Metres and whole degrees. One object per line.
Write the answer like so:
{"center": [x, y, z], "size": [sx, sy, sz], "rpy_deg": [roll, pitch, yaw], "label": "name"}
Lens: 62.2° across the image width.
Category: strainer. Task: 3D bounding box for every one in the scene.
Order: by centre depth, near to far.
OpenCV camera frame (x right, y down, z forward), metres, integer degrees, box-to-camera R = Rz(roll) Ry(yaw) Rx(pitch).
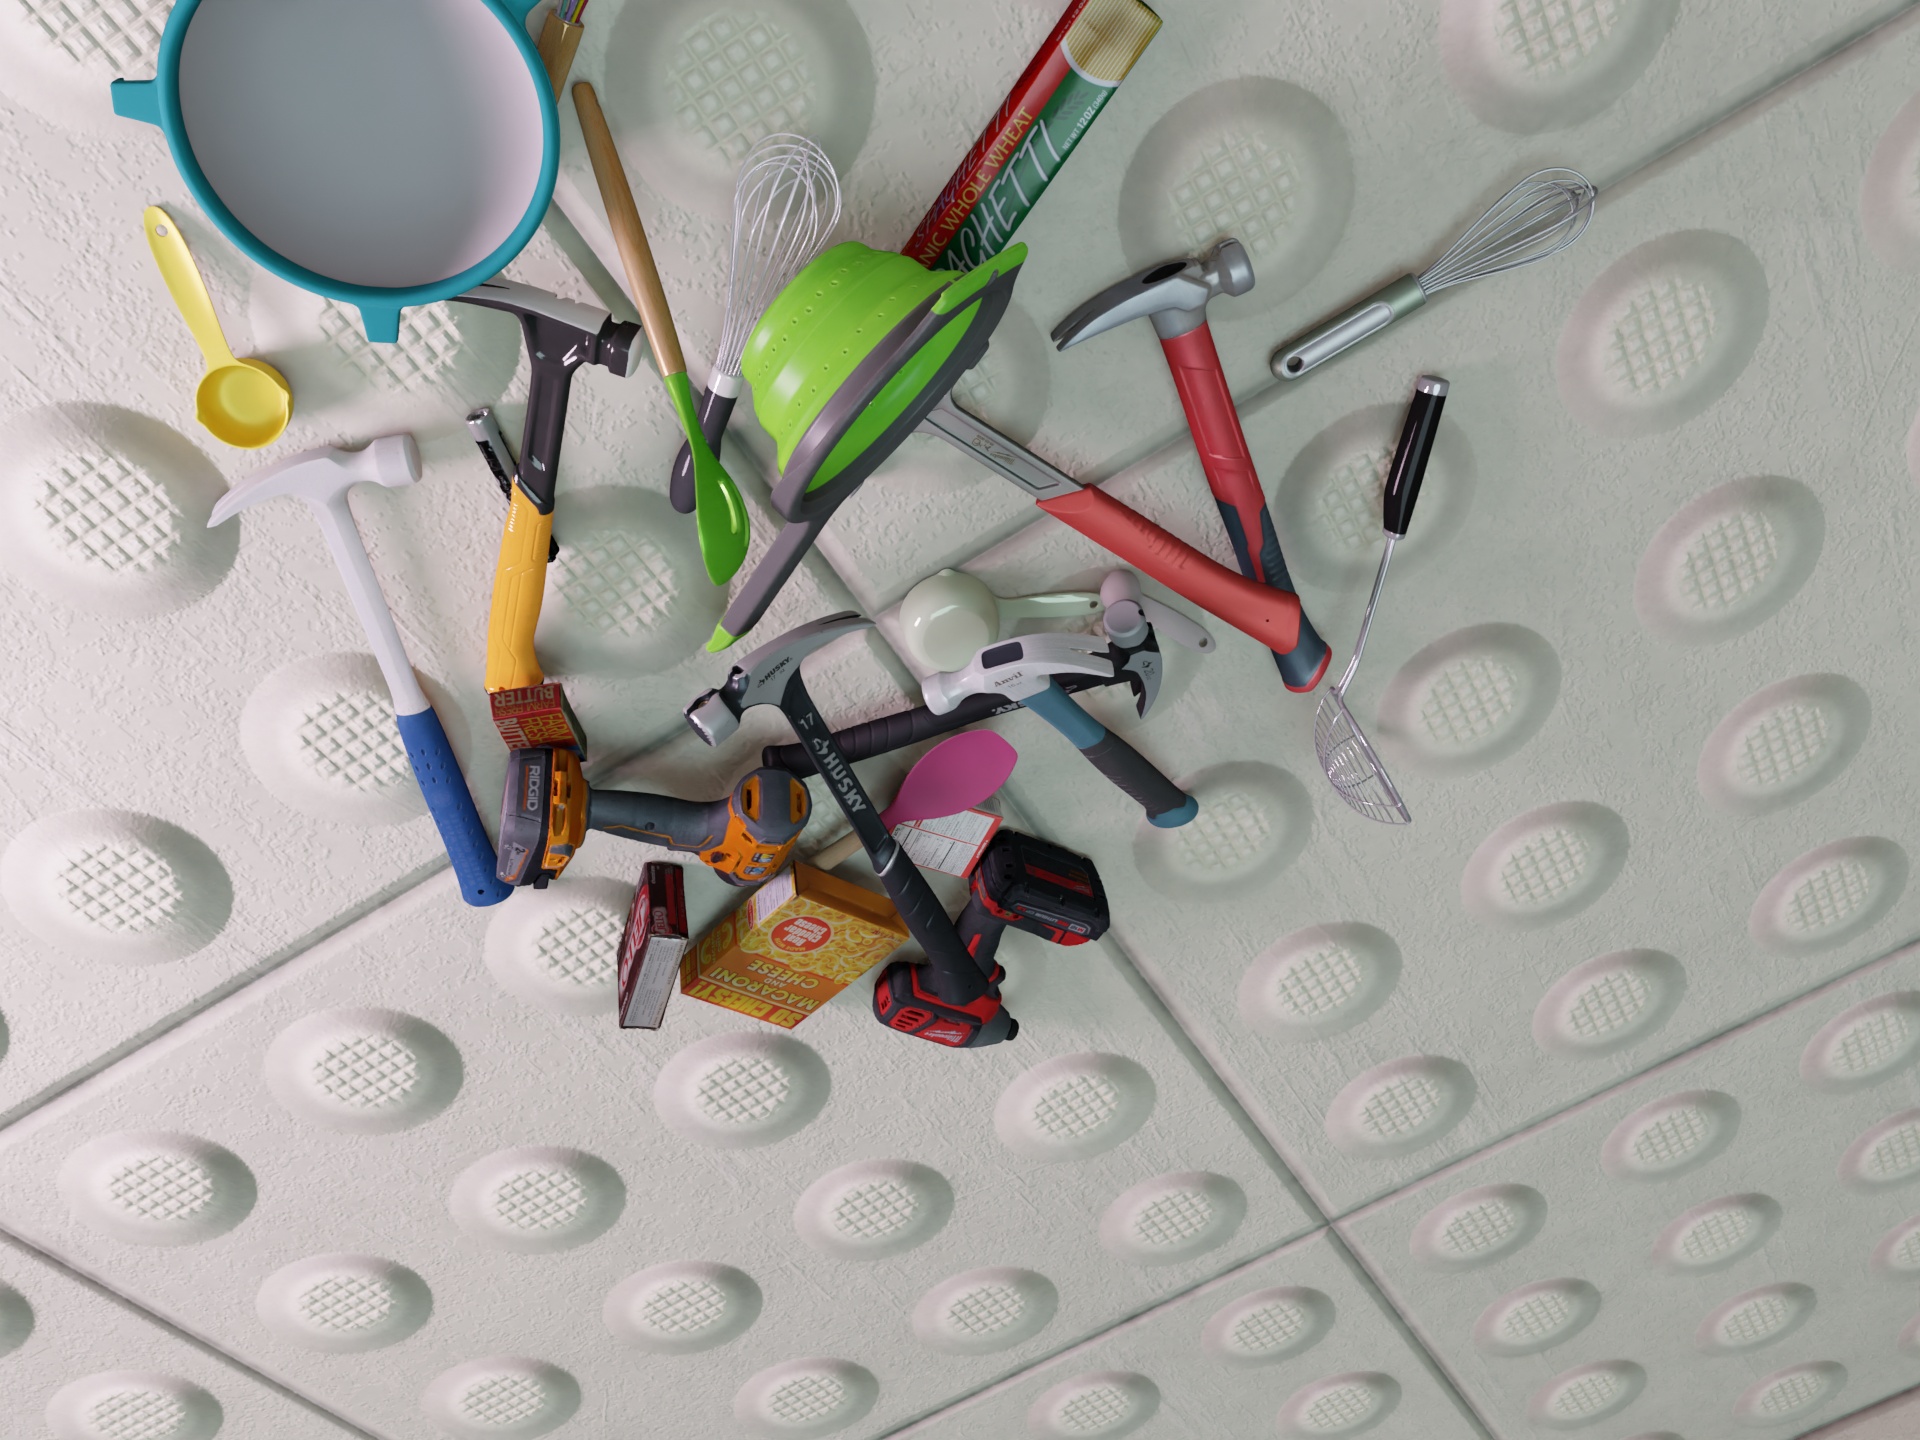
{"center": [-0.287, -0.390, 0.899], "size": [0.340, 0.095, 0.210], "rpy_deg": [-36, 125, 14], "label": "strainer"}

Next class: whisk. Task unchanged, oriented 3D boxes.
{"center": [-0.222, -0.430, 0.923], "size": [0.047, 0.051, 0.245], "rpy_deg": [31, 122, -2], "label": "whisk"}
{"center": [-0.145, -0.255, 1.057], "size": [0.070, 0.070, 0.284], "rpy_deg": [13, 127, -20], "label": "whisk"}
{"center": [0.330, -0.308, 1.119], "size": [0.246, 0.059, 0.057], "rpy_deg": [-29, 114, 15], "label": "whisk"}

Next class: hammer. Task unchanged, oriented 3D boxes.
{"center": [-0.302, -0.141, 1.085], "size": [0.127, 0.034, 0.336], "rpy_deg": [18, 131, -4], "label": "hammer"}
{"center": [0.100, -0.140, 1.164], "size": [0.358, 0.037, 0.149], "rpy_deg": [29, 119, -19], "label": "hammer"}
{"center": [-0.416, -0.017, 1.181], "size": [0.144, 0.035, 0.405], "rpy_deg": [-11, 127, -4], "label": "hammer"}
{"center": [0.196, -0.163, 1.201], "size": [0.143, 0.038, 0.385], "rpy_deg": [-23, 127, 7], "label": "hammer"}
{"center": [-0.062, 0.089, 1.236], "size": [0.149, 0.036, 0.408], "rpy_deg": [-41, 131, -16], "label": "hammer"}
{"center": [0.107, 0.018, 1.256], "size": [0.128, 0.033, 0.330], "rpy_deg": [-23, 147, 22], "label": "hammer"}
{"center": [-0.002, -0.004, 1.258], "size": [0.335, 0.035, 0.146], "rpy_deg": [-17, 153, 9], "label": "hammer"}

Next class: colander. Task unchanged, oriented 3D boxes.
{"center": [-0.108, -0.184, 1.043], "size": [0.094, 0.204, 0.397], "rpy_deg": [43, 134, 0], "label": "colander"}

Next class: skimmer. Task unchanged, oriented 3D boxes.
{"center": [0.354, -0.088, 1.258], "size": [0.090, 0.127, 0.363], "rpy_deg": [6, 115, -7], "label": "skimmer"}

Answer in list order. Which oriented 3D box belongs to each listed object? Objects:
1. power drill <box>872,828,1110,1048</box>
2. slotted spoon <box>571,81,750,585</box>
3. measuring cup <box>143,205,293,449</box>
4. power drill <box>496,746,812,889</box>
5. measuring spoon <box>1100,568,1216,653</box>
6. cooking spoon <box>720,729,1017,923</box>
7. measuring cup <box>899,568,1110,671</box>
{"center": [0.032, 0.210, 1.417], "size": [0.143, 0.079, 0.219], "rpy_deg": [22, 122, -24], "label": "power drill"}
{"center": [-0.184, -0.237, 0.977], "size": [0.031, 0.070, 0.314], "rpy_deg": [-17, 94, 10], "label": "slotted spoon"}
{"center": [-0.475, -0.250, 1.012], "size": [0.062, 0.029, 0.156], "rpy_deg": [-16, 115, 0], "label": "measuring cup"}
{"center": [-0.245, 0.088, 1.253], "size": [0.226, 0.084, 0.164], "rpy_deg": [5, 153, -18], "label": "power drill"}
{"center": [0.162, -0.081, 1.261], "size": [0.124, 0.018, 0.034], "rpy_deg": [28, 95, -30], "label": "measuring spoon"}
{"center": [-0.085, 0.097, 1.318], "size": [0.319, 0.017, 0.068], "rpy_deg": [-34, 122, 23], "label": "cooking spoon"}
{"center": [0.038, -0.077, 1.229], "size": [0.167, 0.038, 0.083], "rpy_deg": [-5, 127, -6], "label": "measuring cup"}
